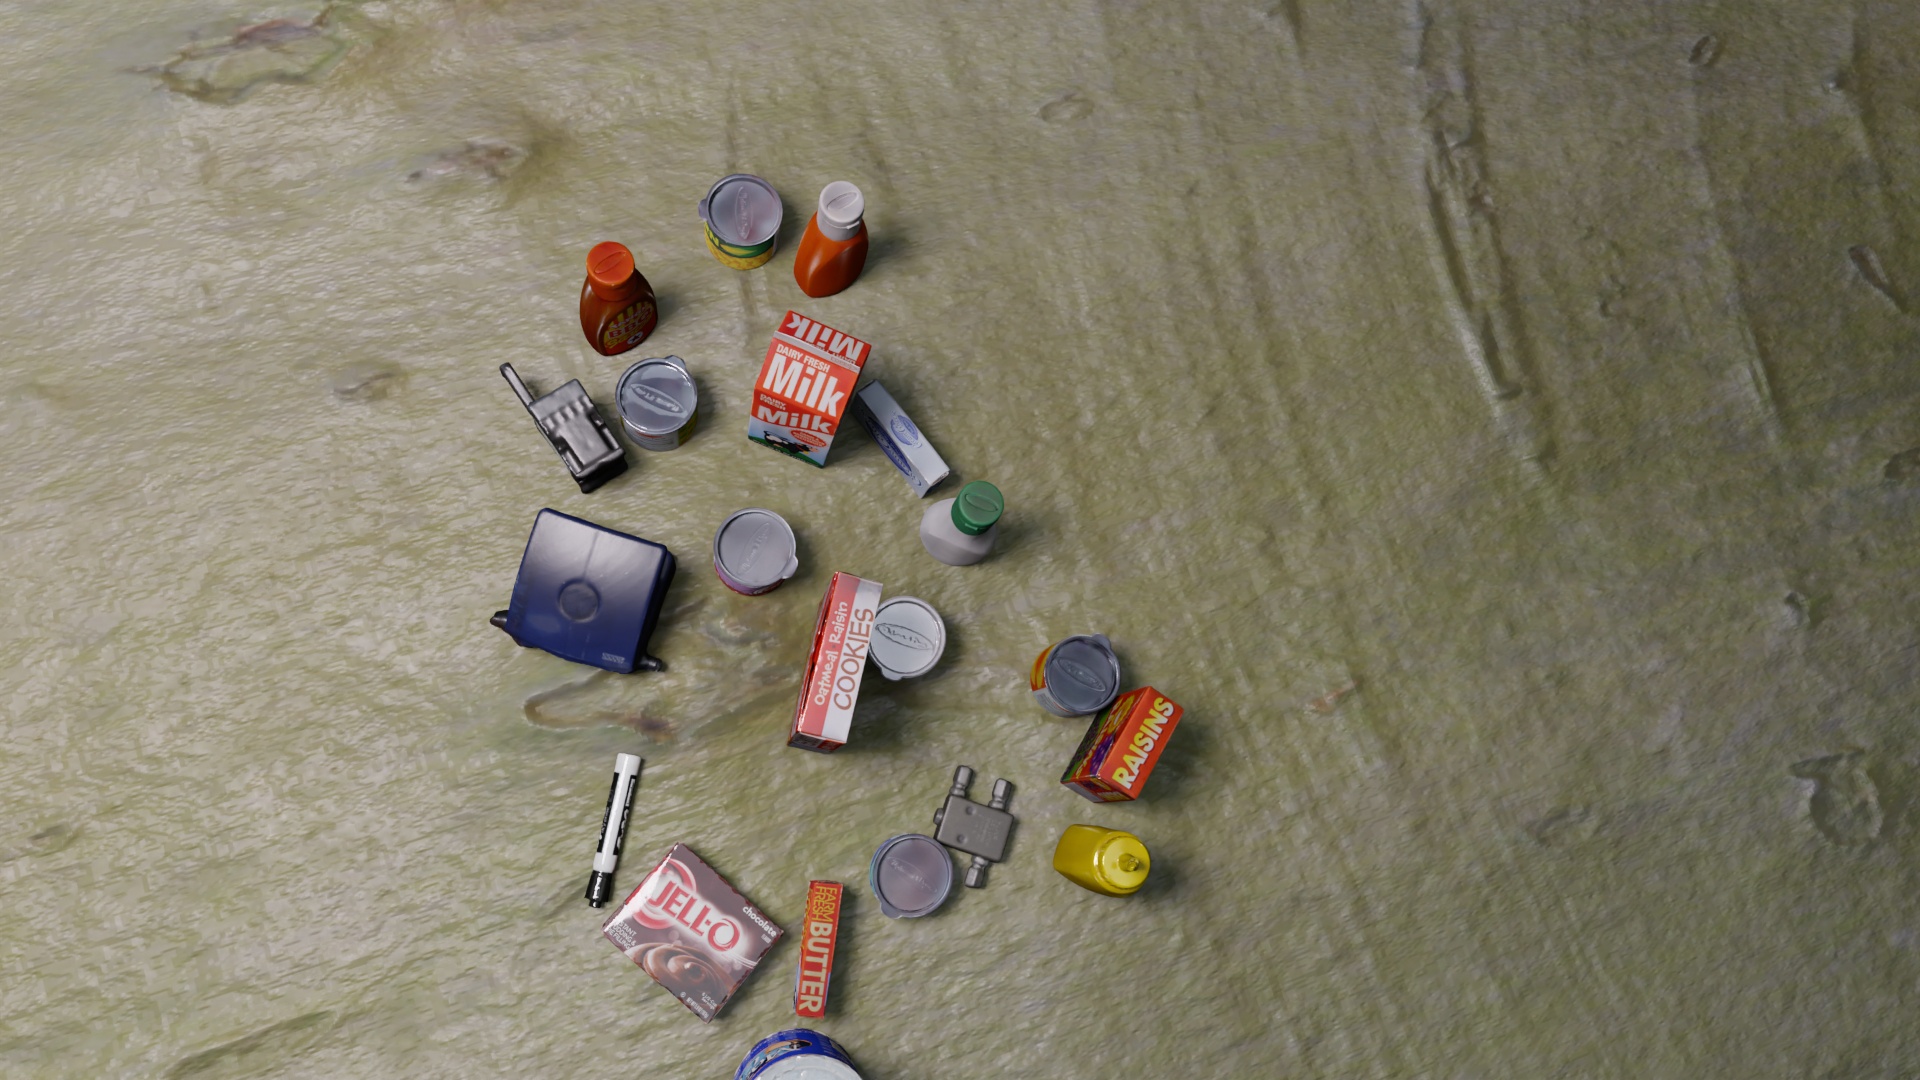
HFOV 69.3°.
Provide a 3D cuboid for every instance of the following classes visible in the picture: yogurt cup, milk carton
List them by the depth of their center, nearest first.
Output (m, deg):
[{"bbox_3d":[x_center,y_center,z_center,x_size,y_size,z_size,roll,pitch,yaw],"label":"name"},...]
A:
[{"bbox_3d":[-0.123,-0.124,1.122,0.072,0.190,0.073,22,76,-5],"label":"milk carton"},{"bbox_3d":[-0.049,0.083,1.162,0.072,0.054,0.072,2,78,-10],"label":"yogurt cup"}]

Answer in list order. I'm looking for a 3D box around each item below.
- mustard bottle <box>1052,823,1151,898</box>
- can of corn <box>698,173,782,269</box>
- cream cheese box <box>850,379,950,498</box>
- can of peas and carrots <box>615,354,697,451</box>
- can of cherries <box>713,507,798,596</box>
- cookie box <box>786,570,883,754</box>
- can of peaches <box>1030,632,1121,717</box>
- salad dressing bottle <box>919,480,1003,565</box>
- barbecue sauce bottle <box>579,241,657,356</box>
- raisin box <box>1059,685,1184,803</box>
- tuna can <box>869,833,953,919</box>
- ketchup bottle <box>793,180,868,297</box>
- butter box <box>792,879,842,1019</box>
[{"bbox_3d":[0.119,0.254,1.101,0.065,0.160,0.049,26,75,-4],"label":"mustard bottle"},{"bbox_3d":[-0.192,-0.277,1.210,0.071,0.058,0.071,2,78,-10],"label":"can of corn"},{"bbox_3d":[-0.053,-0.087,1.198,0.024,0.053,0.104,-38,87,-15],"label":"cream cheese box"},{"bbox_3d":[-0.253,-0.115,1.164,0.071,0.058,0.071,2,78,-10],"label":"can of peas and carrots"},{"bbox_3d":[-0.170,0.012,1.152,0.071,0.058,0.071,2,78,-10],"label":"can of cherries"},{"bbox_3d":[-0.102,0.100,1.090,0.040,0.167,0.123,14,76,-7],"label":"cookie box"},{"bbox_3d":[0.098,0.114,1.180,0.071,0.058,0.071,2,78,-10],"label":"can of peaches"},{"bbox_3d":[0.004,-0.014,1.144,0.064,0.147,0.044,23,76,-5],"label":"salad dressing bottle"},{"bbox_3d":[-0.281,-0.198,1.131,0.065,0.148,0.043,-37,87,-15],"label":"barbecue sauce bottle"},{"bbox_3d":[0.131,0.169,1.140,0.040,0.123,0.086,33,75,-2],"label":"raisin box"},{"bbox_3d":[-0.042,0.275,1.133,0.071,0.032,0.071,2,78,-10],"label":"tuna can"},{"bbox_3d":[-0.106,-0.255,1.175,0.065,0.148,0.043,-31,86,-15],"label":"ketchup bottle"},{"bbox_3d":[-0.114,0.321,1.099,0.024,0.053,0.103,9,77,-8],"label":"butter box"}]
